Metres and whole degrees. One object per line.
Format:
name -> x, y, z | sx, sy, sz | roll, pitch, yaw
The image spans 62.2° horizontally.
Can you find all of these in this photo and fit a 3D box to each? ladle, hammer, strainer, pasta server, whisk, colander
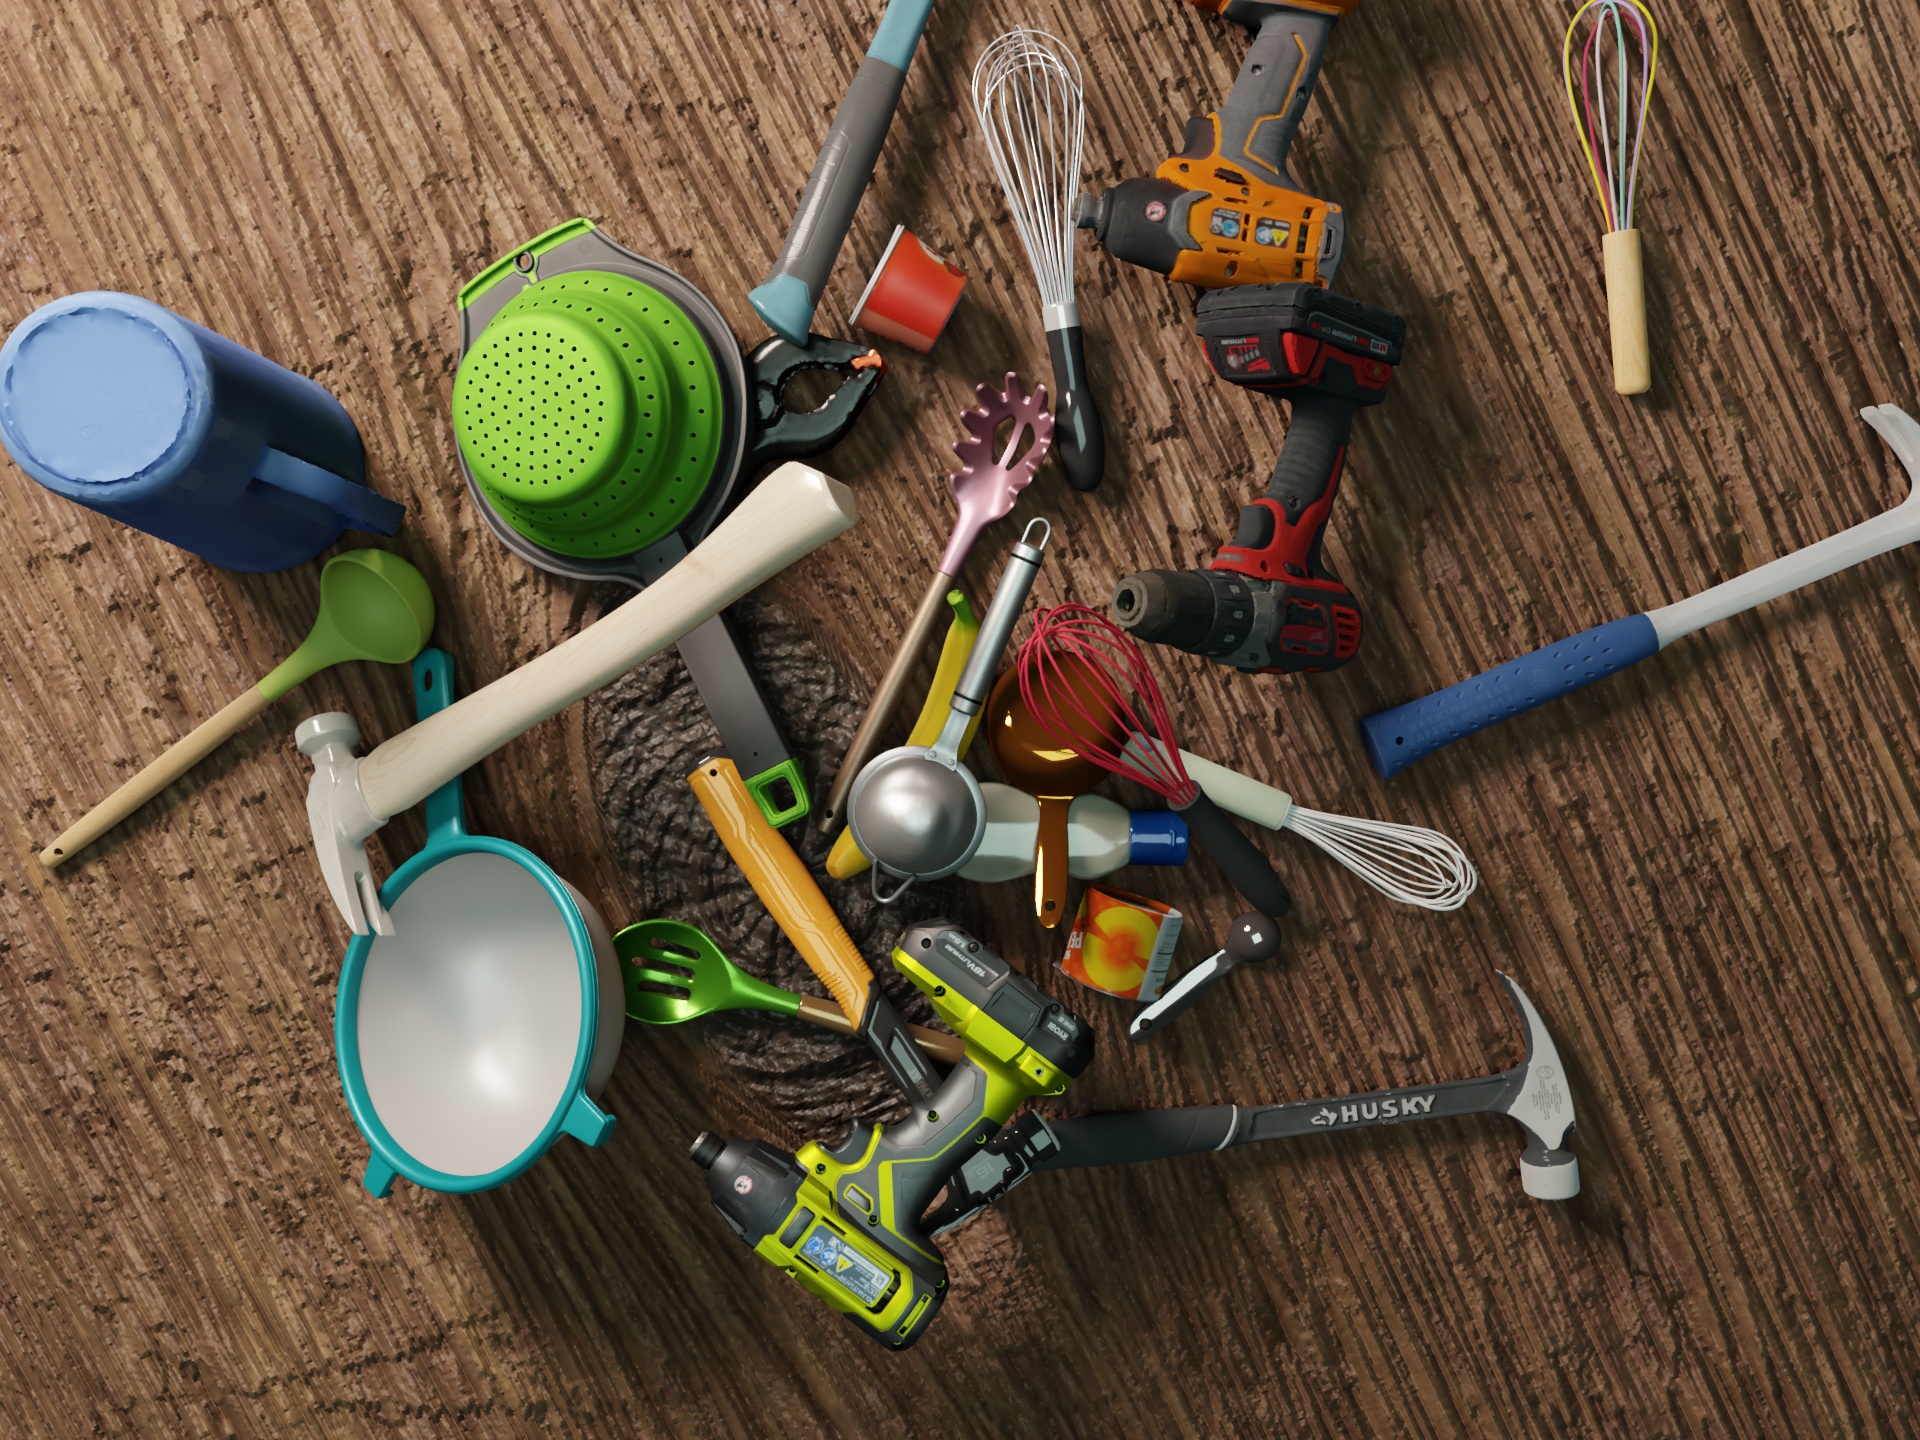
ladle -> -0.467, 0.001, 1.012 | 0.320, 0.062, 0.078 | -36, 103, 5
hammer -> -0.053, -0.390, 0.979 | 0.128, 0.033, 0.331 | 22, 88, -2
strainer -> -0.293, 0.121, 1.007 | 0.211, 0.095, 0.341 | -19, 71, 25
pasta server -> -0.022, -0.069, 1.014 | 0.060, 0.040, 0.316 | 27, 95, 13
whisk -> 0.415, -0.328, 0.993 | 0.047, 0.051, 0.245 | -8, 97, -5
hammer -> -0.079, 0.167, 1.011 | 0.127, 0.034, 0.337 | -33, 86, -8
strainer -> -0.002, -0.003, 0.961 | 0.087, 0.050, 0.258 | 23, 95, 1
whisk -> 0.125, 0.034, 0.958 | 0.073, 0.073, 0.295 | -42, 123, 3
whisk -> 0.214, 0.063, 1.022 | 0.246, 0.059, 0.058 | 23, 50, 2
hammer -> 0.193, 0.259, 1.039 | 0.409, 0.036, 0.149 | -7, 93, 1
hammer -> -0.226, -0.018, 0.919 | 0.410, 0.038, 0.146 | -29, 70, 21
whisk -> 0.058, -0.284, 0.990 | 0.070, 0.070, 0.284 | -10, 99, 1
colander -> -0.199, -0.111, 0.957 | 0.204, 0.094, 0.397 | -26, 91, 15
hammer -> 0.448, -0.066, 1.015 | 0.405, 0.035, 0.144 | -23, 94, 2

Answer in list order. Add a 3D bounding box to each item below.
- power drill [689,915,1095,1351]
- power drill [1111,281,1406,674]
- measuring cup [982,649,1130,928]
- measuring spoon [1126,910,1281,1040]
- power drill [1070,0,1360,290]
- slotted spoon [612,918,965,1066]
power drill -> -0.039, 0.235, 0.951 | 0.171, 0.080, 0.223 | 37, 83, 0
power drill -> 0.176, -0.141, 0.952 | 0.187, 0.080, 0.226 | 4, 95, -38
measuring cup -> 0.058, 0.038, 0.980 | 0.095, 0.052, 0.174 | 2, 68, 4
measuring spoon -> 0.159, 0.171, 1.040 | 0.124, 0.018, 0.034 | -39, 93, 3
power drill -> 0.159, -0.376, 0.959 | 0.164, 0.084, 0.226 | 8, 92, -7
slotted spoon -> -0.081, 0.196, 1.039 | 0.313, 0.031, 0.070 | 16, 92, -3
